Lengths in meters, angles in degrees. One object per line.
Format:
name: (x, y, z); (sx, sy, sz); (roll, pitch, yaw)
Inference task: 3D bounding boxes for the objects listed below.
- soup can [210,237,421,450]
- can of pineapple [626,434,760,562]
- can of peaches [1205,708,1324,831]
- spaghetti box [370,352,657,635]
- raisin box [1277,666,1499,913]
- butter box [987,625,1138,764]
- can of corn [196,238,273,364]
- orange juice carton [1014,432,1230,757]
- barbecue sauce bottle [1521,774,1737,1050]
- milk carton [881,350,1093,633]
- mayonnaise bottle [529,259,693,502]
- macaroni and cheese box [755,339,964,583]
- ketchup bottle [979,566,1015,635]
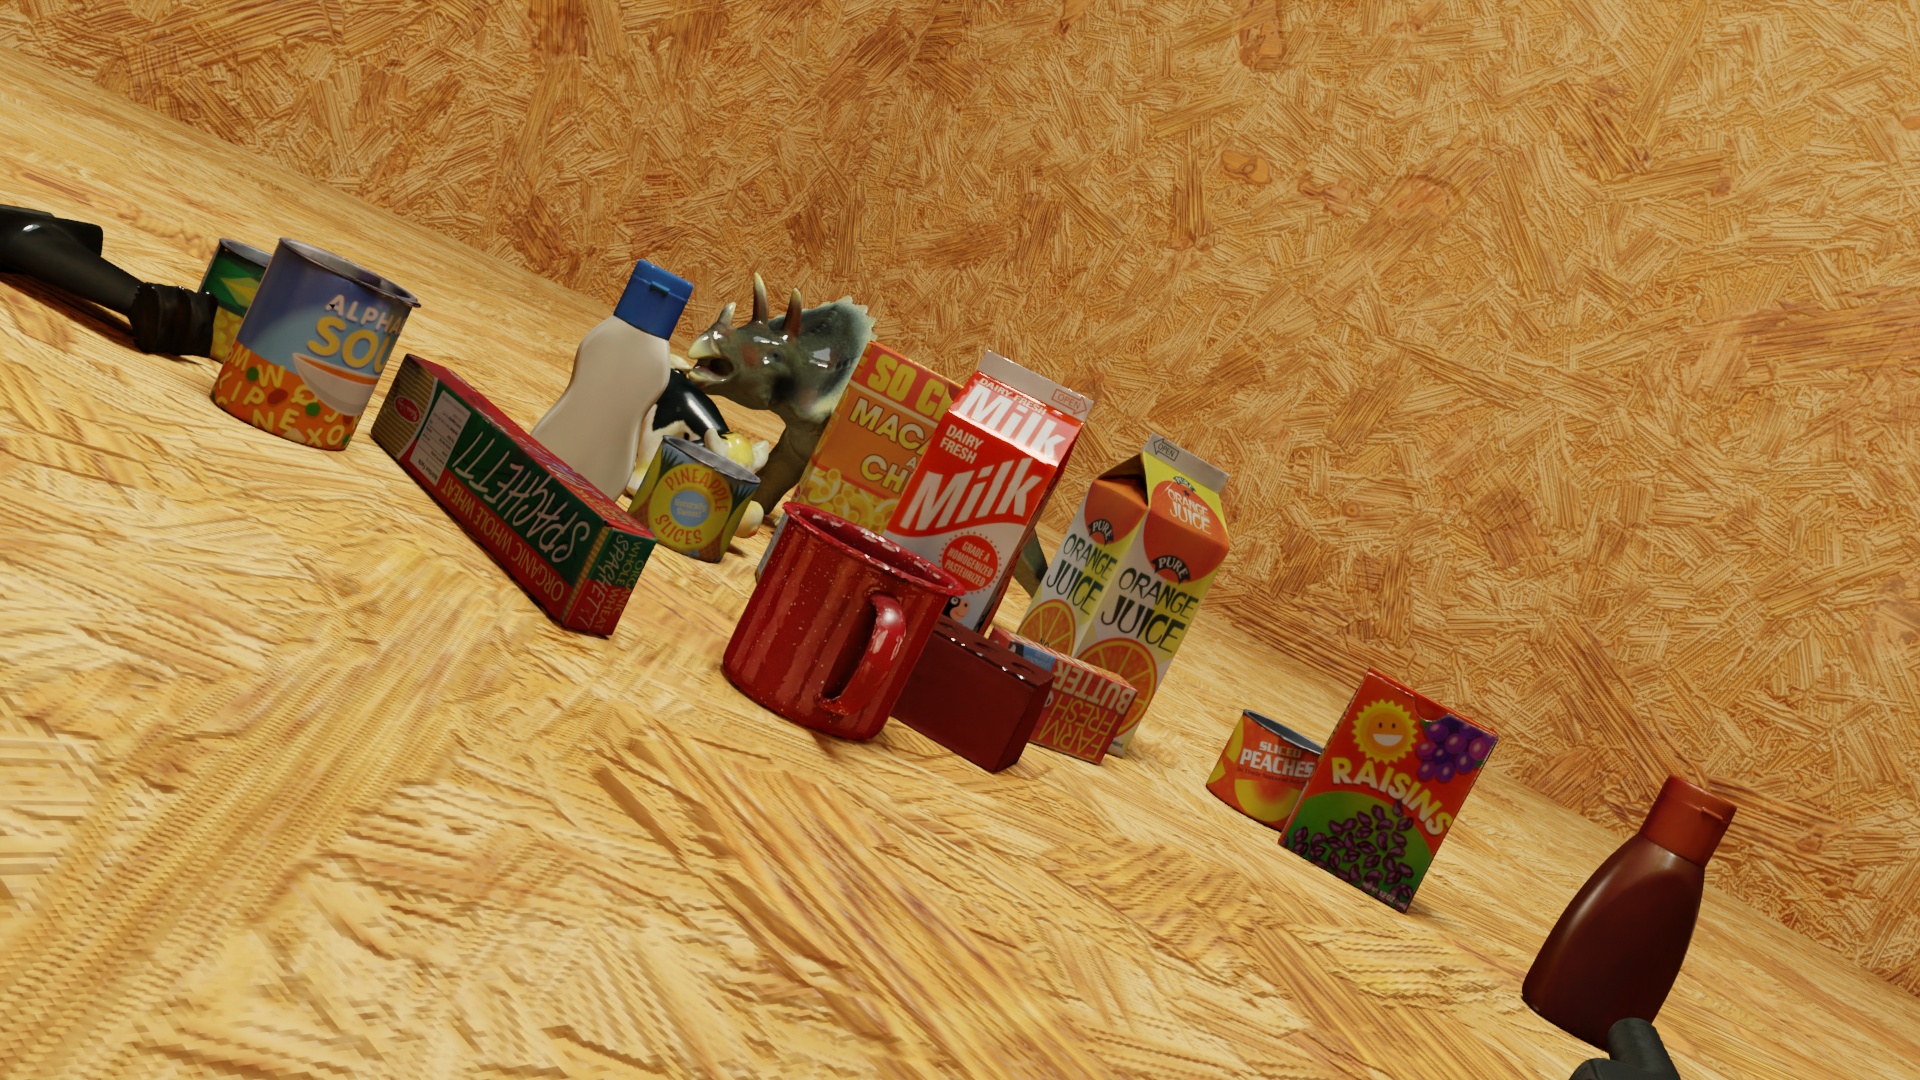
soup can: (-0.311, -0.093, 0.673); (0.071, 0.083, 0.071); (26, 5, -2)
can of pineapple: (-0.166, -0.025, 0.858); (0.071, 0.058, 0.071); (26, 5, -2)
can of peaches: (0.204, 0.152, 0.916); (0.071, 0.058, 0.071); (26, 5, -2)
spaghetti box: (-0.221, -0.029, 0.663); (0.028, 0.050, 0.250); (22, 7, -46)
raisin box: (0.262, 0.151, 0.854); (0.086, 0.123, 0.040); (28, 5, 17)
butter box: (0.050, 0.091, 0.801); (0.103, 0.053, 0.024); (23, 6, -33)
can of corn: (-0.383, -0.124, 0.765); (0.071, 0.058, 0.071); (26, 5, -2)
orange juice carton: (0.103, 0.030, 0.882); (0.072, 0.192, 0.073); (24, 5, -28)
barbecue sauce bottle: (0.368, 0.200, 0.753); (0.065, 0.148, 0.044); (27, 5, 1)
milk carton: (0.003, -0.010, 0.801); (0.072, 0.190, 0.073); (27, 5, 6)
mayonnaise bottle: (-0.208, -0.095, 0.839); (0.065, 0.148, 0.041); (25, 5, -16)
macaroni and cheese box: (-0.038, -0.025, 0.880); (0.124, 0.166, 0.040); (25, 5, -15)
ketchup bottle: (0.014, 0.001, 0.979); (0.065, 0.148, 0.043); (27, 5, 1)
